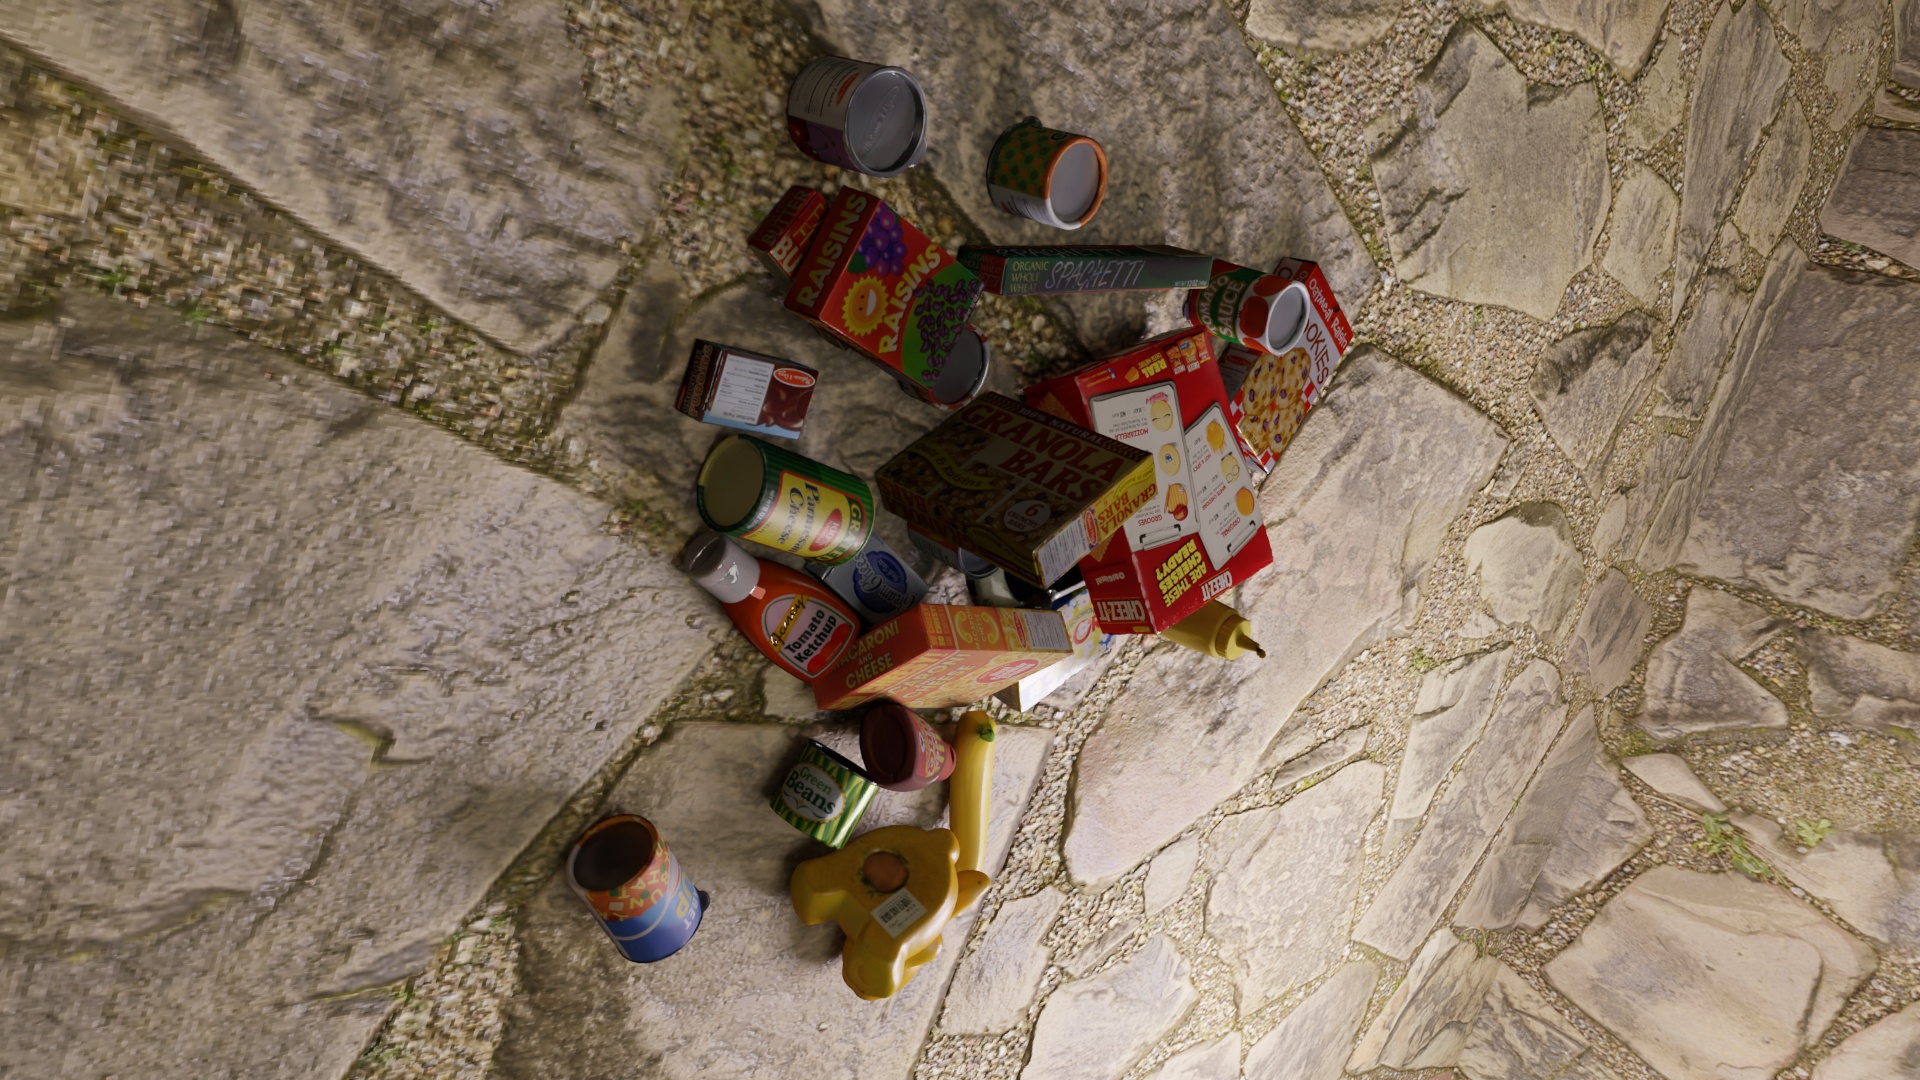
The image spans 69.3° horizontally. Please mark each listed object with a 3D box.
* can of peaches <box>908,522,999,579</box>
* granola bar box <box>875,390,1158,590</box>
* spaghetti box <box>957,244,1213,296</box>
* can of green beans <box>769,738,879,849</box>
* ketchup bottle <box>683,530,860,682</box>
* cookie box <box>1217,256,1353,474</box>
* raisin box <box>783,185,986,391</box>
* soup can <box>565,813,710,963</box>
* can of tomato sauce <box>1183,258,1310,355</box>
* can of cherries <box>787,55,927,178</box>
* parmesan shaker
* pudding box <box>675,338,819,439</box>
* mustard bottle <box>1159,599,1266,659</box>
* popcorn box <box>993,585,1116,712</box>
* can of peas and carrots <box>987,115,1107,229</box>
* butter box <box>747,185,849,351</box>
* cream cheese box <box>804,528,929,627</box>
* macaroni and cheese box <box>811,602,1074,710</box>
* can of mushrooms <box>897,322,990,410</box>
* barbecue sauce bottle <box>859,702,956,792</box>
[{"bbox_3d":[0.004,-0.013,1.060,0.071,0.058,0.071,-24,126,-37],"label":"can of peaches"},{"bbox_3d":[0.039,-0.042,0.998,0.125,0.166,0.039,-38,133,-27],"label":"granola bar box"},{"bbox_3d":[0.101,-0.208,1.065,0.251,0.050,0.028,-12,117,-43],"label":"spaghetti box"},{"bbox_3d":[-0.102,0.192,1.050,0.058,0.071,0.071,-58,140,-6],"label":"can of green beans"},{"bbox_3d":[-0.131,0.043,0.955,0.065,0.043,0.148,-51,139,-4],"label":"ketchup bottle"},{"bbox_3d":[0.300,-0.164,1.313,0.167,0.040,0.122,-57,140,-7],"label":"cookie box"},{"bbox_3d":[-0.047,-0.161,0.899,0.123,0.040,0.086,28,90,-53],"label":"raisin box"},{"bbox_3d":[-0.218,0.235,0.945,0.071,0.071,0.083,-41,135,-25],"label":"soup can"},{"bbox_3d":[0.248,-0.202,1.203,0.071,0.083,0.070,-25,127,-37],"label":"can of tomato sauce"},{"bbox_3d":[-0.062,-0.259,0.854,0.072,0.058,0.071,-24,126,-38],"label":"can of cherries"},{"bbox_3d":[-0.116,-0.023,0.919,0.103,0.071,0.071,20,95,-50],"label":"parmesan shaker"},{"bbox_3d":[-0.135,-0.095,0.886,0.084,0.030,0.049,7,104,-49],"label":"pudding box"},{"bbox_3d":[0.211,0.071,1.250,0.049,0.160,0.065,-56,141,-10],"label":"mustard bottle"},{"bbox_3d":[0.080,0.081,1.209,0.127,0.038,0.084,-32,131,-32],"label":"popcorn box"},{"bbox_3d":[0.063,-0.262,0.989,0.071,0.059,0.070,-25,128,-37],"label":"can of peas and carrots"},{"bbox_3d":[-0.089,-0.175,0.897,0.053,0.024,0.103,-54,140,-12],"label":"butter box"},{"bbox_3d":[-0.067,0.028,1.031,0.053,0.024,0.103,-54,140,-11],"label":"cream cheese box"},{"bbox_3d":[-0.014,0.090,1.057,0.123,0.040,0.167,-31,156,35],"label":"macaroni and cheese box"},{"bbox_3d":[-0.013,-0.128,0.998,0.071,0.033,0.070,-26,128,-37],"label":"can of mushrooms"},{"bbox_3d":[-0.038,0.167,1.090,0.148,0.043,0.065,46,32,-71],"label":"barbecue sauce bottle"}]
